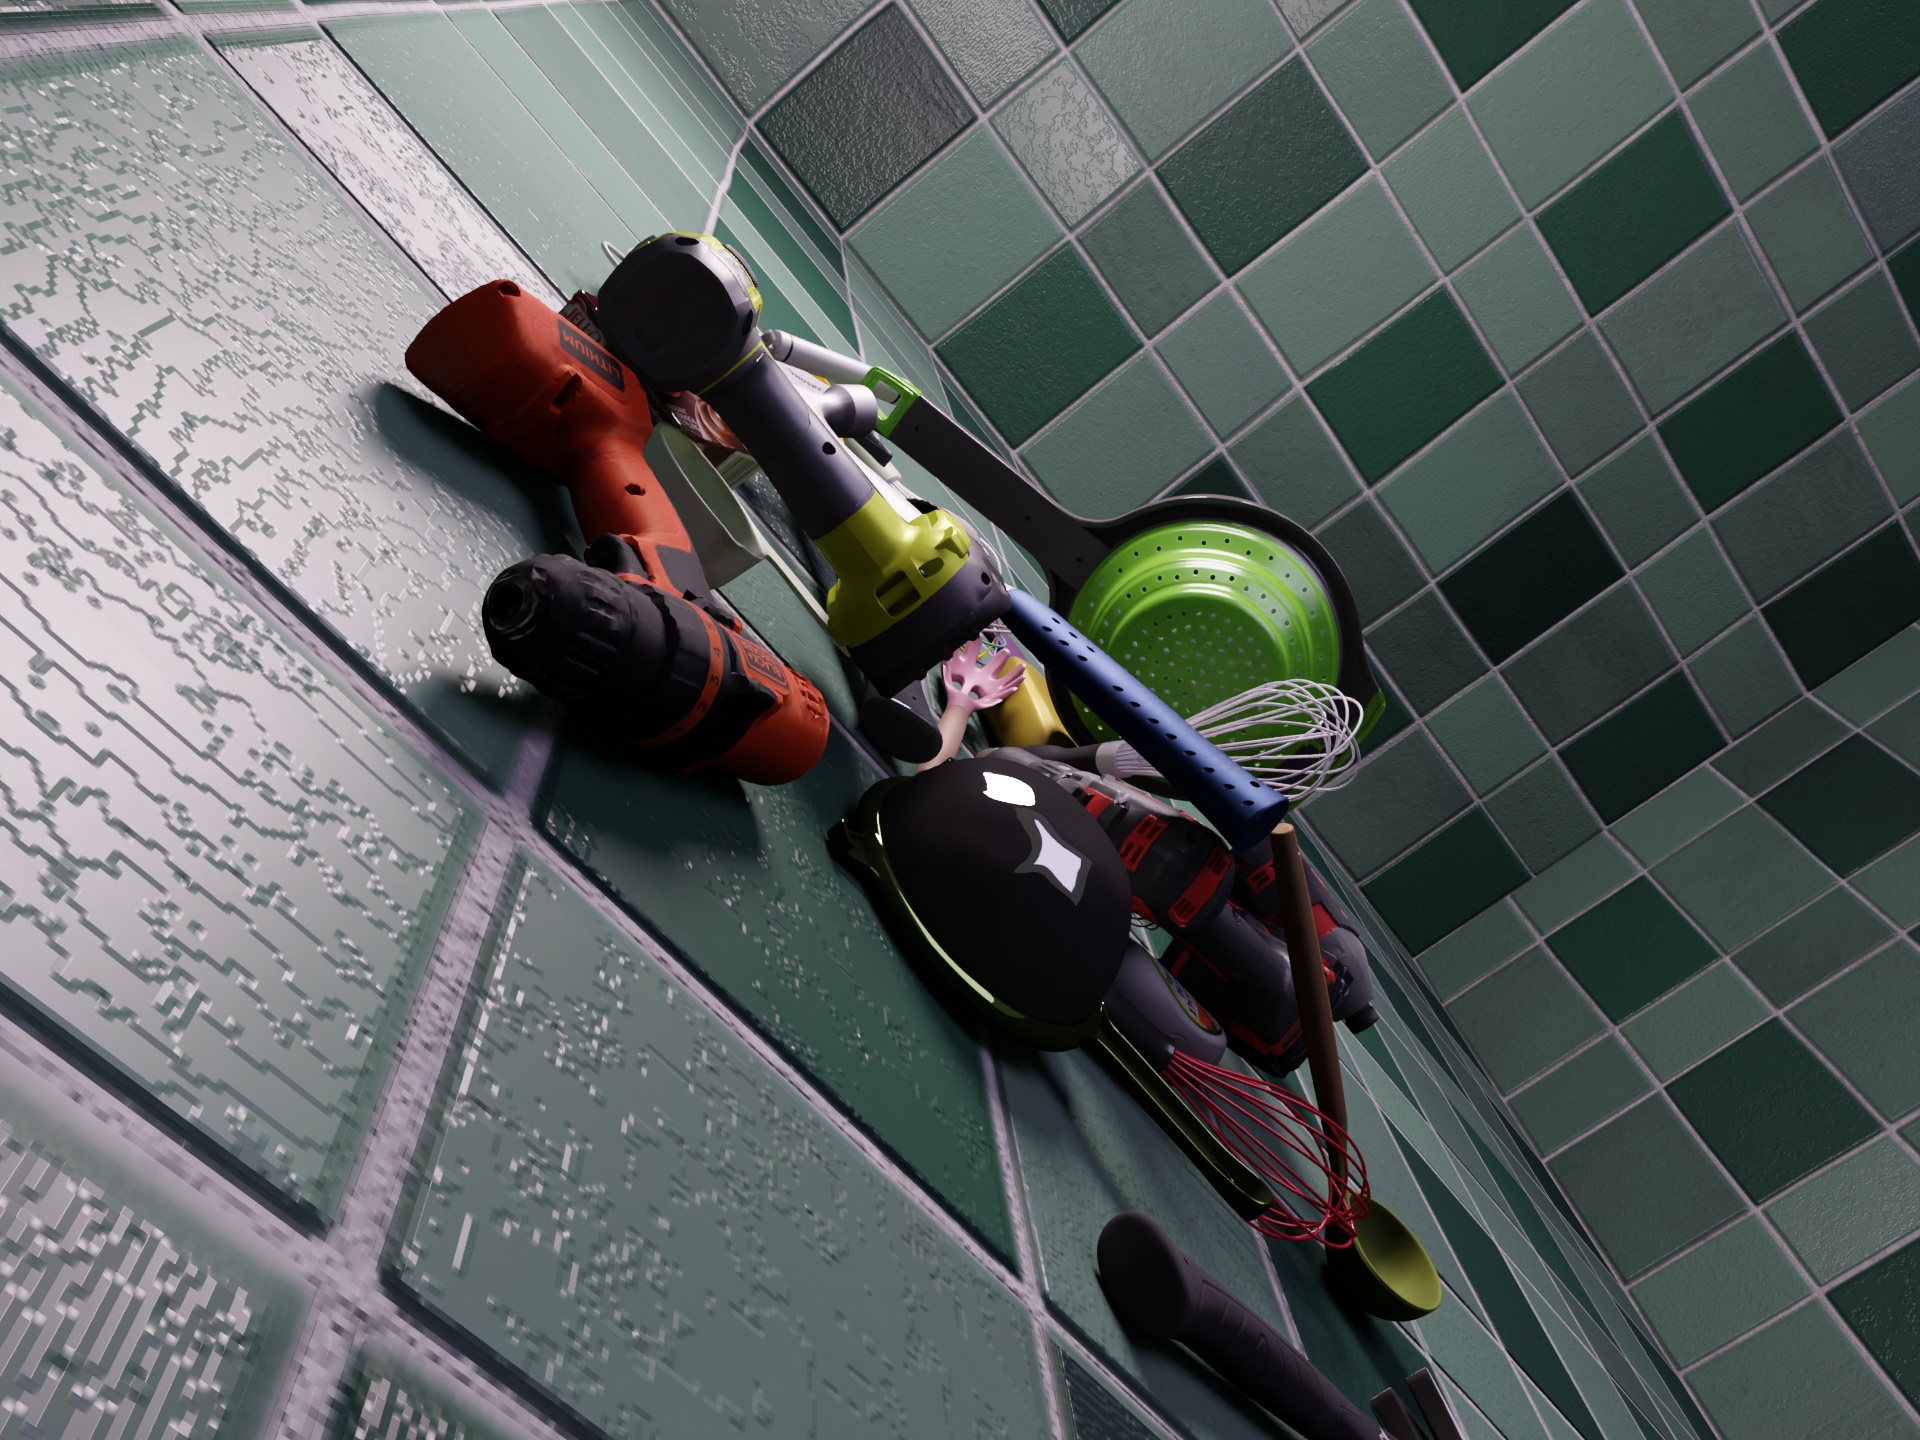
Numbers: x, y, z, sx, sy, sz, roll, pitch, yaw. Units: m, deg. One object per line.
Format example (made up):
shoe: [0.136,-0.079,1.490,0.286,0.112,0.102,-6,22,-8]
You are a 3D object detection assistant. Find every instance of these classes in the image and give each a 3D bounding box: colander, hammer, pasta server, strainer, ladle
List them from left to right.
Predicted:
strainer: [-0.124,-0.240,1.019,0.258,0.050,0.087,13,44,-38]
hammer: [-0.067,-0.113,0.972,0.149,0.036,0.409,24,29,-31]
pasta server: [-0.002,-0.003,0.957,0.060,0.040,0.316,31,14,-2]
hammer: [0.014,-0.071,0.880,0.406,0.035,0.144,43,32,25]
colander: [0.084,-0.085,0.992,0.397,0.204,0.094,39,18,0]
strainer: [0.064,0.106,0.705,0.256,0.069,0.151,48,21,6]
hammer: [0.160,0.300,0.693,0.334,0.035,0.146,46,14,-32]
ladle: [0.217,0.200,0.888,0.078,0.062,0.320,-70,148,-67]

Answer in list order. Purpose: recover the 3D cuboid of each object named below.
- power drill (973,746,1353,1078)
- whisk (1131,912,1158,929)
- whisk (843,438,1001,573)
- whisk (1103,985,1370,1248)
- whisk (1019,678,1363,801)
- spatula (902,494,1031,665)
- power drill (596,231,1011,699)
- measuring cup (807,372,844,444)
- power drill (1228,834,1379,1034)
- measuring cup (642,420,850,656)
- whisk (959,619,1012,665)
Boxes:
power drill: [0.112,0.102,0.929,0.188,0.080,0.226,27,-14,49]
whisk: [0.090,0.058,1.123,0.055,0.055,0.239,40,13,-49]
whisk: [-0.053,-0.187,1.297,0.246,0.059,0.057,51,-2,16]
whisk: [0.114,0.183,0.816,0.295,0.073,0.073,42,14,-21]
whisk: [0.113,0.021,0.923,0.285,0.070,0.070,-9,-51,51]
spatula: [-0.004,-0.122,1.365,0.316,0.018,0.060,53,10,-8]
power drill: [-0.078,-0.134,0.766,0.228,0.080,0.191,51,7,-16]
measuring cup: [-0.106,-0.210,1.228,0.062,0.029,0.157,39,30,-52]
power drill: [0.223,0.157,1.113,0.143,0.078,0.219,55,-7,11]
measuring cup: [-0.105,-0.070,0.751,0.167,0.038,0.083,50,9,-47]
whisk: [-0.003,-0.071,1.153,0.051,0.047,0.245,56,15,8]
